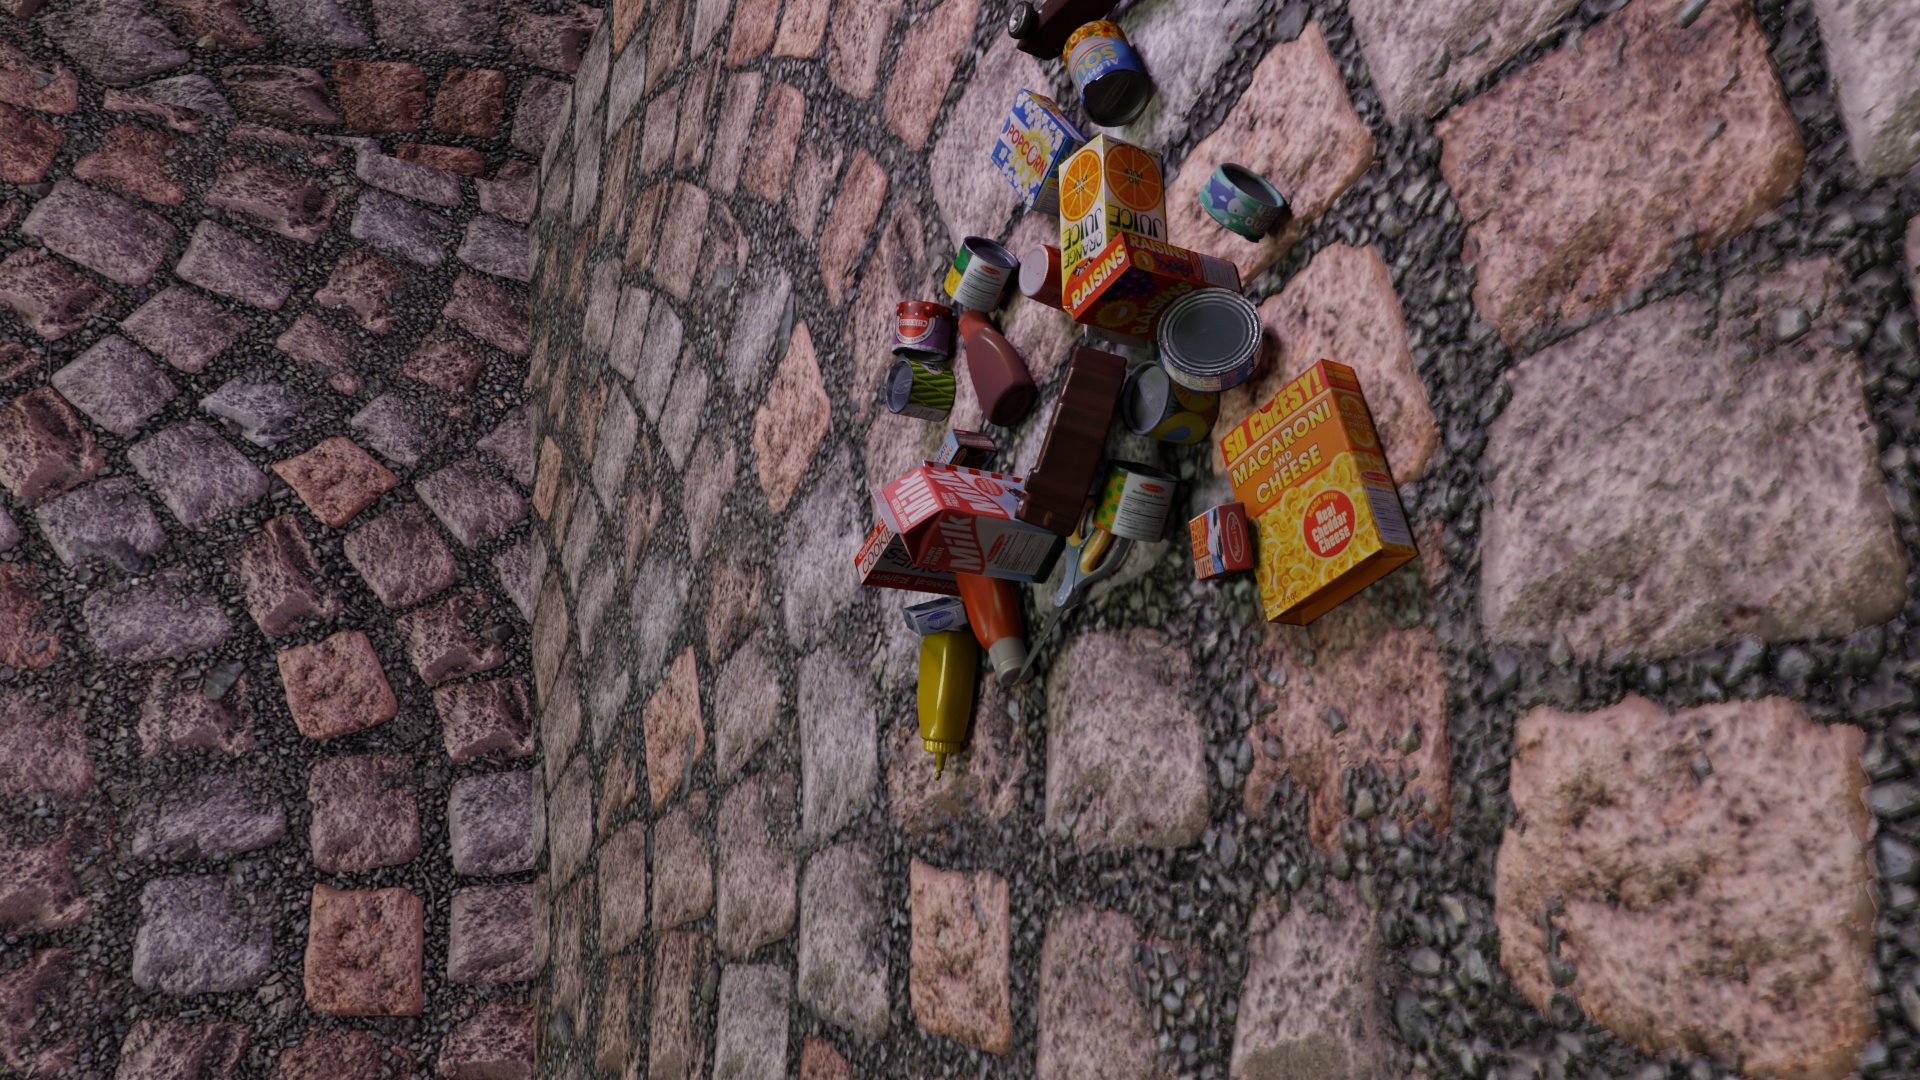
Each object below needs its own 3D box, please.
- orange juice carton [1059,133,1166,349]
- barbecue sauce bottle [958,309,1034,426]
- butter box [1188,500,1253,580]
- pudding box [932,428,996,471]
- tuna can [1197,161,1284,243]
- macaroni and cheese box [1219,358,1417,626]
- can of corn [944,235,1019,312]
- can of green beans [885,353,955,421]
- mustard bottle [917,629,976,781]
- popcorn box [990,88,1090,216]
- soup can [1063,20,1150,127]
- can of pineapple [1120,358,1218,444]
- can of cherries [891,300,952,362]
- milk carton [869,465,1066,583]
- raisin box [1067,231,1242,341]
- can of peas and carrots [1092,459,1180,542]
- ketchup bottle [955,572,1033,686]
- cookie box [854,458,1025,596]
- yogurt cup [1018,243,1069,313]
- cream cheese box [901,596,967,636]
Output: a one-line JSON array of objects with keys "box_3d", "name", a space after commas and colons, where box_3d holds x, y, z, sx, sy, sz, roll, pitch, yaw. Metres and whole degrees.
[{"box_3d": [0.143, -0.273, 1.302, 0.073, 0.072, 0.193, -25, 62, 56], "name": "orange juice carton"}, {"box_3d": [0.034, -0.192, 1.495, 0.064, 0.044, 0.149, -57, 37, 35], "name": "barbecue sauce bottle"}, {"box_3d": [0.209, 0.002, 1.119, 0.103, 0.024, 0.053, 114, 149, -82], "name": "butter box"}, {"box_3d": [-0.002, -0.081, 1.521, 0.083, 0.050, 0.030, -57, 40, 37], "name": "pudding box"}, {"box_3d": [0.235, -0.281, 1.154, 0.032, 0.071, 0.071, -57, 38, 35], "name": "tuna can"}, {"box_3d": [0.268, -0.036, 1.061, 0.123, 0.040, 0.167, -43, 47, 46], "name": "macaroni and cheese box"}, {"box_3d": [0.023, -0.292, 1.519, 0.058, 0.071, 0.071, -63, 35, 30], "name": "can of corn"}, {"box_3d": [-0.047, -0.175, 1.613, 0.071, 0.058, 0.071, -21, 65, 56], "name": "can of green beans"}, {"box_3d": [-0.017, 0.176, 1.483, 0.065, 0.049, 0.160, -4, 80, 60], "name": "mustard bottle"}, {"box_3d": [0.084, -0.411, 1.470, 0.084, 0.038, 0.127, -63, 35, 30], "name": "popcorn box"}, {"box_3d": [0.139, -0.457, 1.355, 0.071, 0.071, 0.084, -52, 41, 40], "name": "soup can"}, {"box_3d": [0.183, -0.120, 1.209, 0.071, 0.058, 0.071, -21, 66, 56], "name": "can of pineapple"}, {"box_3d": [-0.045, -0.243, 1.615, 0.071, 0.071, 0.058, -1, 81, 59], "name": "can of cherries"}, {"box_3d": [0.005, -0.017, 1.353, 0.073, 0.191, 0.072, -63, 35, 29], "name": "milk carton"}, {"box_3d": [0.167, -0.215, 1.196, 0.085, 0.123, 0.040, -41, 49, 49], "name": "raisin box"}, {"box_3d": [0.154, -0.036, 1.230, 0.071, 0.071, 0.058, 33, 112, 57], "name": "can of peas and carrots"}, {"box_3d": [0.036, 0.080, 1.422, 0.064, 0.043, 0.149, -60, 36, 41], "name": "ketchup bottle"}, {"box_3d": [-0.020, -0.010, 1.462, 0.166, 0.123, 0.040, -53, 40, 40], "name": "cookie box"}, {"box_3d": [0.095, -0.266, 1.399, 0.072, 0.054, 0.072, -21, 65, 57], "name": "yogurt cup"}, {"box_3d": [-0.028, 0.080, 1.490, 0.104, 0.053, 0.024, -171, 65, -80], "name": "cream cheese box"}]
